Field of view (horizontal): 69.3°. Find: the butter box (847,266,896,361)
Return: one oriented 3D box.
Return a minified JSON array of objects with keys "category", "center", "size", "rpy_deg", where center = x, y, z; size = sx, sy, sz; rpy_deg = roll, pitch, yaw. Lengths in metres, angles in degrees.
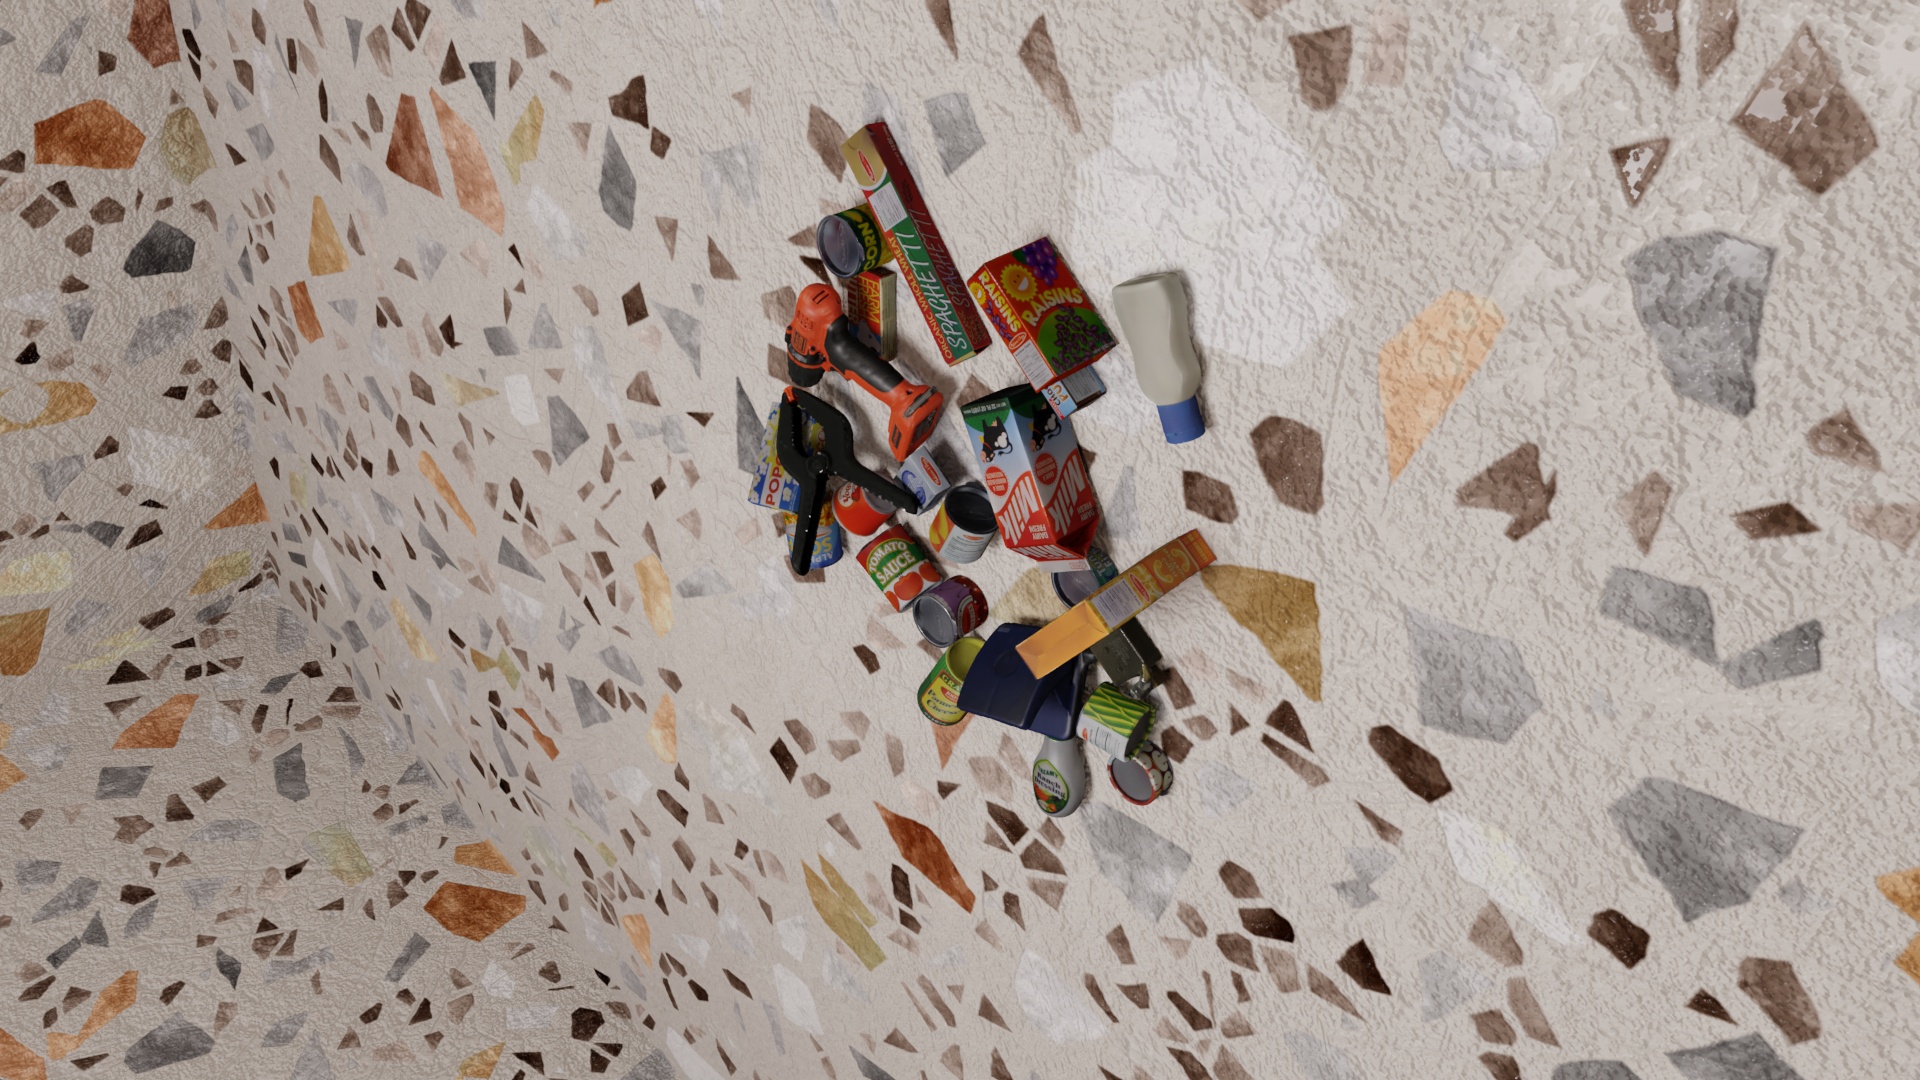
[{"category":"butter box","center":[-0.095,-0.245,1.487],"size":[0.053,0.024,0.103],"rpy_deg":[28,133,33]}]

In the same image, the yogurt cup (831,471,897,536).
[{"category":"yogurt cup","center":[-0.106,-0.045,1.598],"size":[0.053,0.073,0.072],"rpy_deg":[-32,88,44]}]

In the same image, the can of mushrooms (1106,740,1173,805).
[{"category":"can of mushrooms","center":[0.192,0.249,1.482],"size":[0.071,0.033,0.070],"rpy_deg":[26,130,35]}]

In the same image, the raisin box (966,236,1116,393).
[{"category":"raisin box","center":[0.074,-0.208,1.274],"size":[0.123,0.086,0.040],"rpy_deg":[58,147,2]}]

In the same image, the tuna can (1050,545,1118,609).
[{"category":"tuna can","center":[0.128,0.038,1.417],"size":[0.071,0.033,0.070],"rpy_deg":[27,131,35]}]

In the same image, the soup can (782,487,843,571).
[{"category":"soup can","center":[-0.182,-0.015,1.693],"size":[0.071,0.072,0.083],"rpy_deg":[19,126,40]}]

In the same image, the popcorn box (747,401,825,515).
[{"category":"popcorn box","center":[-0.197,-0.096,1.635],"size":[0.085,0.038,0.126],"rpy_deg":[13,89,43]}]

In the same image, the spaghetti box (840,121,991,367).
[{"category":"spaghetti box","center":[-0.044,-0.295,1.395],"size":[0.050,0.029,0.249],"rpy_deg":[-20,98,51]}]

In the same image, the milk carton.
[{"category":"milk carton","center":[0.075,-0.057,1.374],"size":[0.072,0.074,0.190],"rpy_deg":[-6,106,49]}]

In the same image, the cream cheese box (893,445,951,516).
[{"category":"cream cheese box","center":[-0.043,-0.064,1.520],"size":[0.053,0.024,0.103],"rpy_deg":[57,163,4]}]

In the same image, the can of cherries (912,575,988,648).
[{"category":"can of cherries","center":[-0.010,0.081,1.576],"size":[0.071,0.059,0.071],"rpy_deg":[26,130,36]}]

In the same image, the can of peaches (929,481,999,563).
[{"category":"can of peaches","center":[0.005,-0.019,1.491],"size":[0.071,0.071,0.057],"rpy_deg":[47,141,16]}]

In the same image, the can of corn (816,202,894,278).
[{"category":"can of corn","center":[-0.103,-0.309,1.427],"size":[0.071,0.058,0.070],"rpy_deg":[26,131,35]}]

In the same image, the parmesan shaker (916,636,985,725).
[{"category":"parmesan shaker","center":[-0.001,0.167,1.618],"size":[0.071,0.071,0.102],"rpy_deg":[49,141,13]}]

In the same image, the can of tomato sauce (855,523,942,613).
[{"category":"can of tomato sauce","center":[-0.071,0.033,1.603],"size":[0.083,0.071,0.071],"rpy_deg":[52,141,8]}]

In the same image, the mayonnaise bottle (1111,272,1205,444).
[{"category":"mayonnaise bottle","center":[0.180,-0.160,1.226],"size":[0.064,0.041,0.147],"rpy_deg":[2,116,49]}]

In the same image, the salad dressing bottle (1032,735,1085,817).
[{"category":"salad dressing bottle","center":[0.111,0.242,1.558],"size":[0.064,0.044,0.146],"rpy_deg":[25,130,37]}]

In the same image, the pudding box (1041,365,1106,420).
[{"category":"pudding box","center":[0.095,-0.161,1.311],"size":[0.083,0.050,0.030],"rpy_deg":[57,140,2]}]

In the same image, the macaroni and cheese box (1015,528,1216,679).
[{"category":"macaroni and cheese box","center":[0.146,0.058,1.301],"size":[0.040,0.167,0.123],"rpy_deg":[56,141,5]}]

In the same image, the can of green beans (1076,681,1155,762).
[{"category":"can of green beans","center":[0.162,0.189,1.446],"size":[0.058,0.071,0.071],"rpy_deg":[27,132,27]}]
